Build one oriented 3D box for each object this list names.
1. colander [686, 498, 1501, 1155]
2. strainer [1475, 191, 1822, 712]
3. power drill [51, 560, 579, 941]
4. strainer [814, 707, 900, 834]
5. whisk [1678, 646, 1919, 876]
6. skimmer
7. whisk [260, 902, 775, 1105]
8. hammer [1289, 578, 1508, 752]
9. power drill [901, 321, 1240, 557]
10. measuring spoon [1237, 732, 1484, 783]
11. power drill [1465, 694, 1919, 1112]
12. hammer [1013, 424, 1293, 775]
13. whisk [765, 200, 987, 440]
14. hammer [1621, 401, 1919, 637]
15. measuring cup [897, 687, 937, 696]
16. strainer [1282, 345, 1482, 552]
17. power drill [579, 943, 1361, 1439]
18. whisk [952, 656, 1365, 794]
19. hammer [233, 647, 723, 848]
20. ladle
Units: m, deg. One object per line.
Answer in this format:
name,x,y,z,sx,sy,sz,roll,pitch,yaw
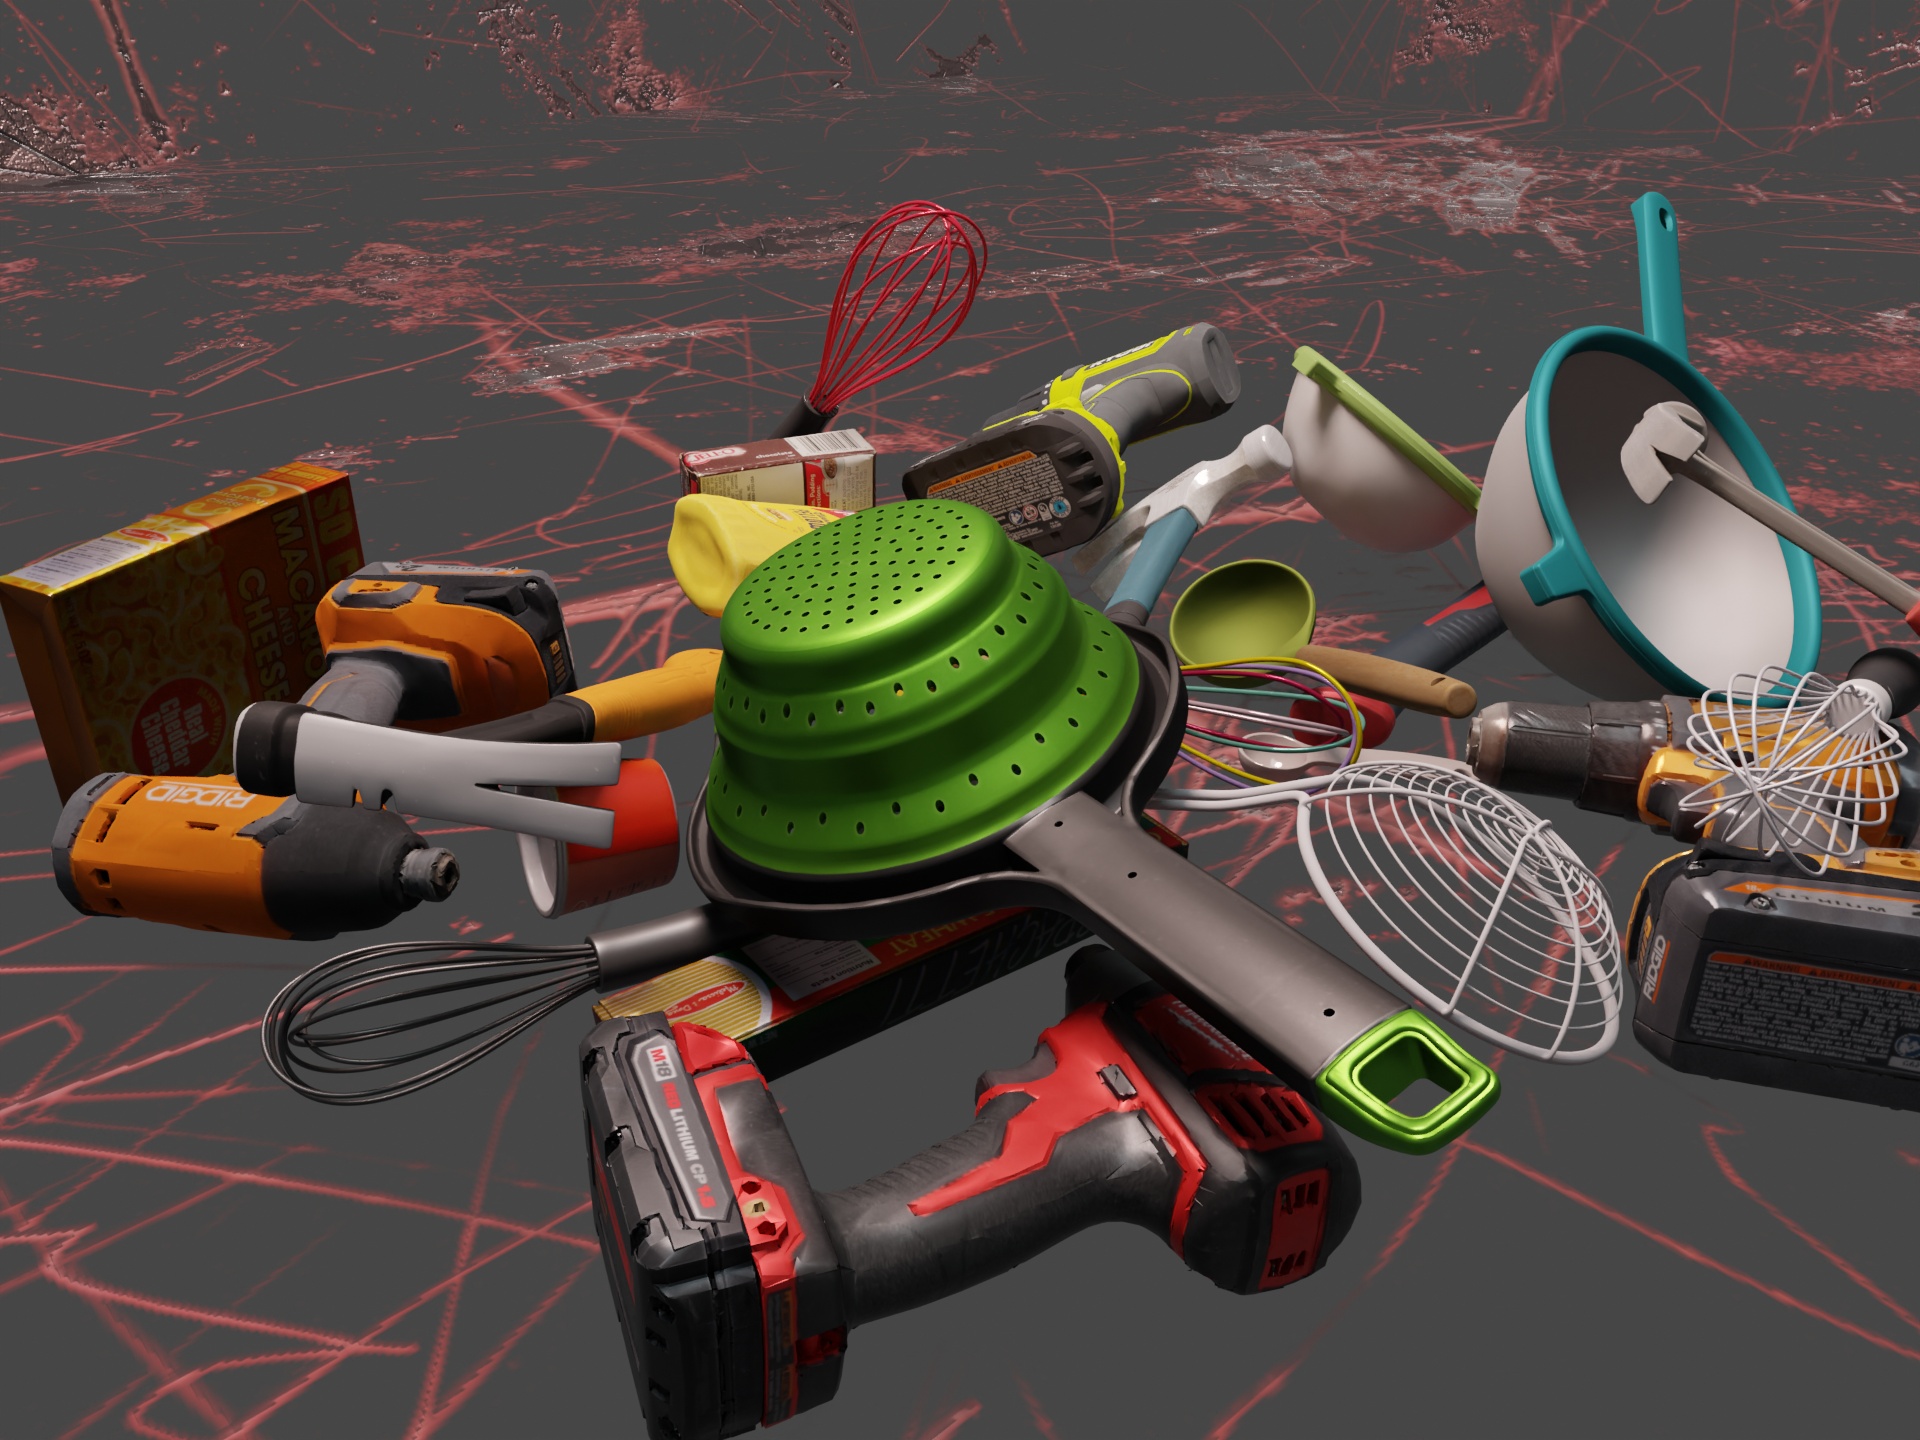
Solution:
colander,0.016,0.007,0.533,0.204,0.094,0.397,-32,32,-17
strainer,0.344,-0.140,0.844,0.210,0.095,0.341,26,56,-22
power drill,-0.257,0.013,0.706,0.164,0.084,0.227,4,33,15
strainer,-0.064,-0.005,0.784,0.086,0.050,0.259,8,23,-18
whisk,0.333,0.002,0.601,0.070,0.070,0.284,22,21,34
skimmer,0.058,0.058,0.609,0.363,0.090,0.127,2,16,31
whisk,-0.136,0.094,0.601,0.239,0.055,0.055,-11,31,-28
hammer,0.291,-0.071,0.902,0.143,0.038,0.386,23,36,37
power drill,0.059,-0.175,1.020,0.190,0.080,0.228,-14,20,34
measuring spoon,0.192,0.025,0.758,0.124,0.018,0.034,6,29,-3
power drill,0.303,0.052,0.641,0.185,0.084,0.226,8,25,13
hammer,0.081,-0.046,0.815,0.128,0.033,0.331,-28,19,37
whisk,-0.074,-0.200,0.939,0.073,0.295,0.073,16,56,-26
hammer,0.431,-0.019,0.646,0.359,0.036,0.149,35,25,8
measuring cup,-0.001,-0.002,0.748,0.062,0.029,0.157,-20,18,-3
strainer,0.240,-0.156,0.973,0.151,0.069,0.256,40,15,-2
power drill,-0.001,0.132,0.502,0.219,0.078,0.143,-8,30,-20
whisk,0.068,-0.017,0.691,0.245,0.047,0.051,15,47,43
hammer,-0.144,-0.002,0.660,0.127,0.034,0.337,7,8,9
ladle,0.158,-0.035,0.713,0.078,0.062,0.320,-32,8,0
